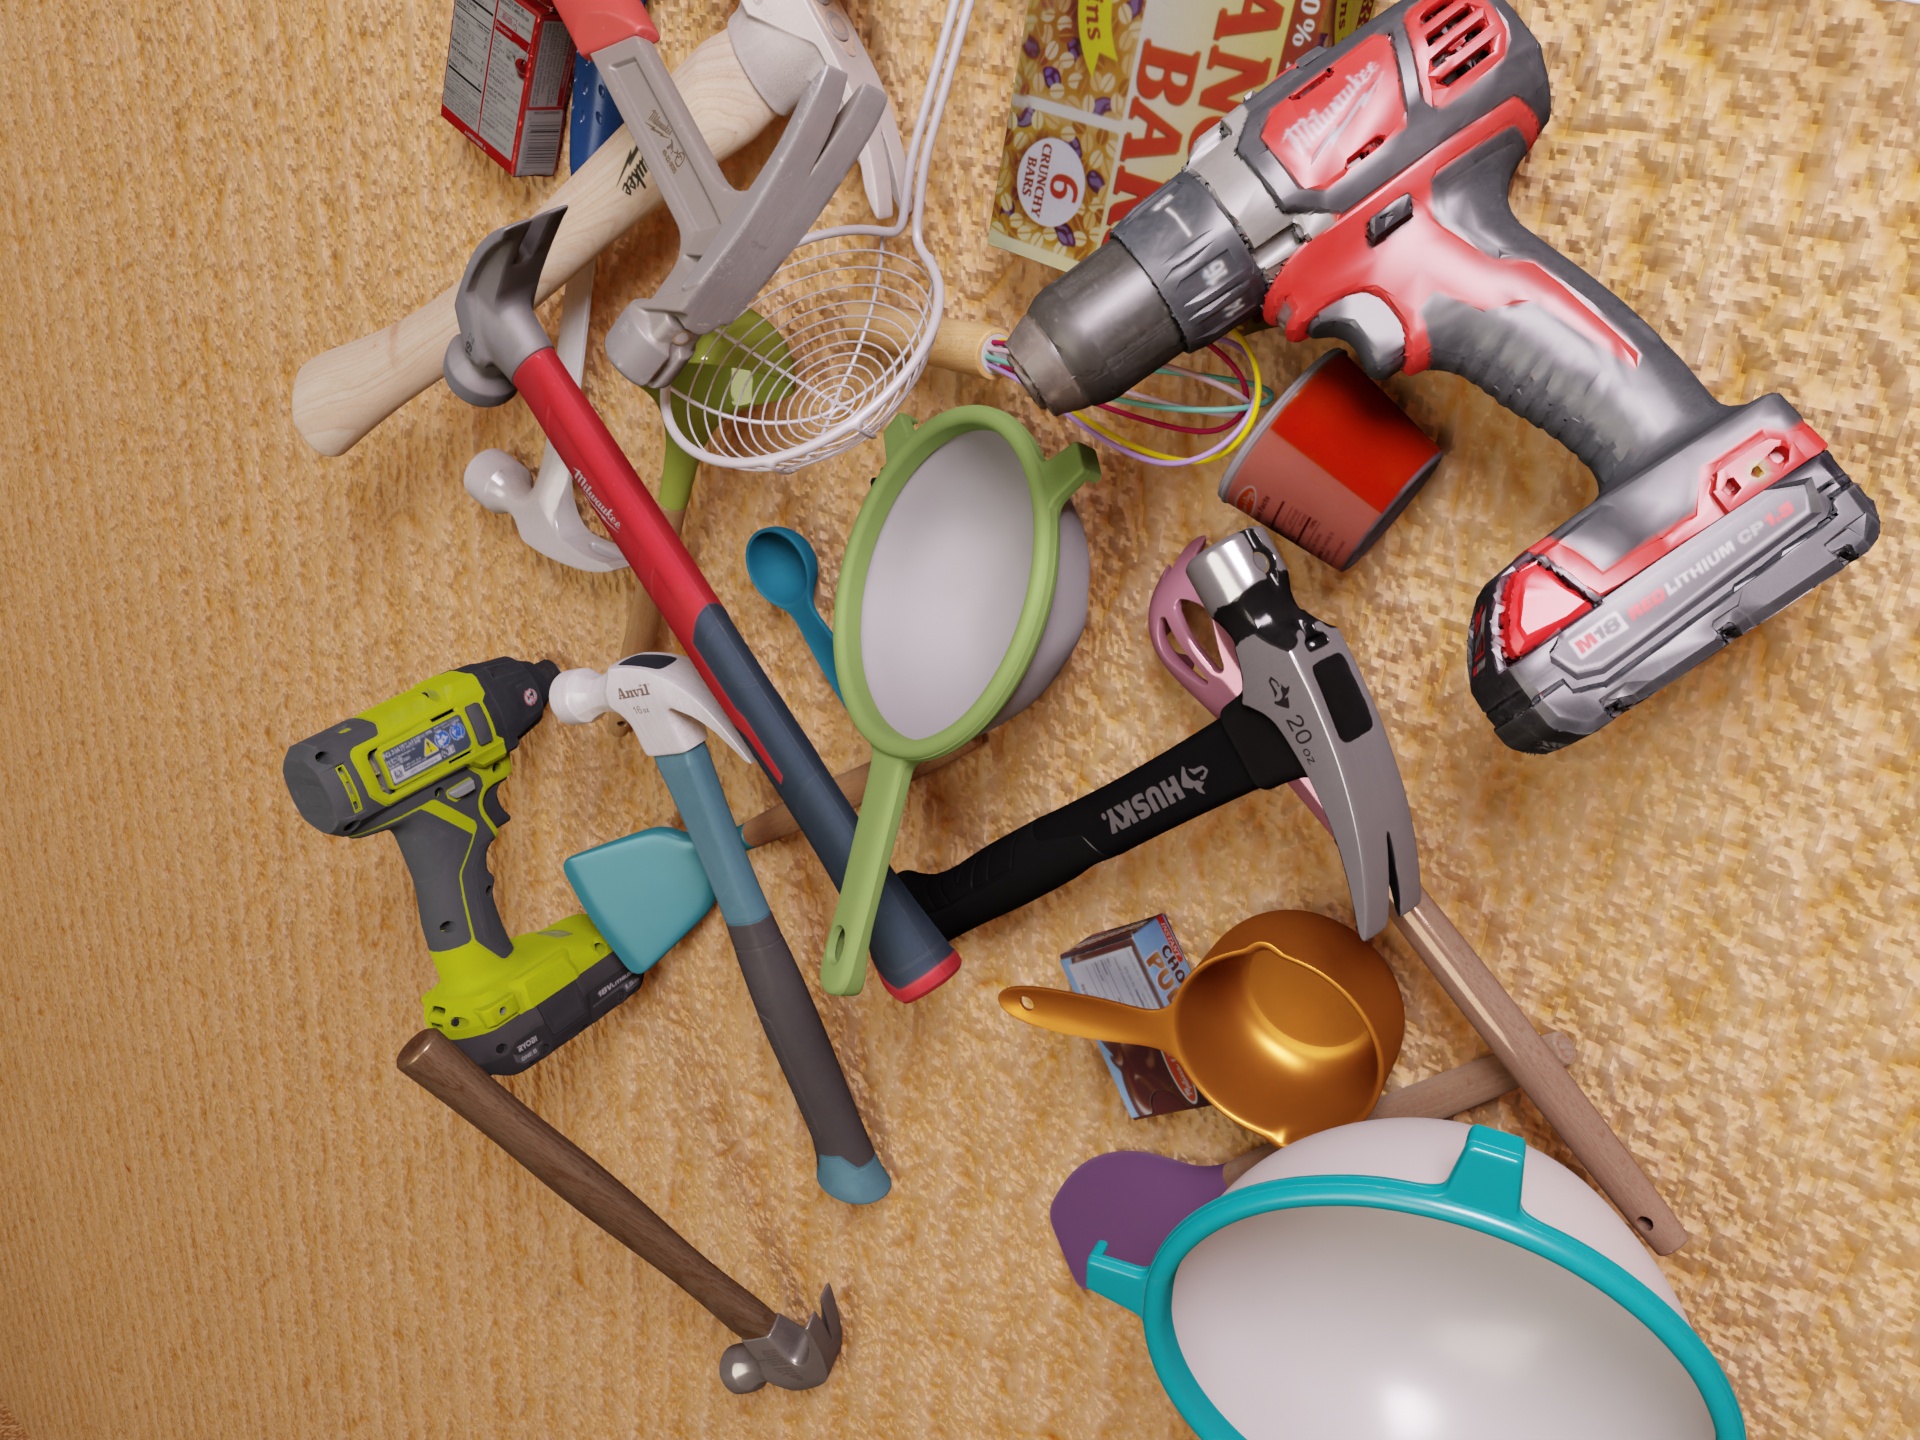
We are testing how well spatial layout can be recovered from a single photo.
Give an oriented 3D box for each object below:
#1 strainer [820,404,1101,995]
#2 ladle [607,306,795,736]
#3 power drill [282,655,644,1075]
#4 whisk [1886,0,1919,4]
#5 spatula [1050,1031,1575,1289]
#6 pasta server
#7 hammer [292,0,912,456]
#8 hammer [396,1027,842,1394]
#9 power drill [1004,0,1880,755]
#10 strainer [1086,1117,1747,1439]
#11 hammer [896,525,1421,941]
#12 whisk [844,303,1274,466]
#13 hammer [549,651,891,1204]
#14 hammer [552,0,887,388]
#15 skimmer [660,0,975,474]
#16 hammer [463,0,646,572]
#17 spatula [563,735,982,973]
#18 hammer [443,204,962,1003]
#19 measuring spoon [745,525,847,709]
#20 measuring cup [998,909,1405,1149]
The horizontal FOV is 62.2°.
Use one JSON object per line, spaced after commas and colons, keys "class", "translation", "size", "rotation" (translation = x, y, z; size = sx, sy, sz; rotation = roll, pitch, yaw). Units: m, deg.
{"class": "strainer", "translation": [-0.001, -0.002, 0.682], "size": [0.152, 0.069, 0.256], "rotation": [24, 101, 54]}
{"class": "ladle", "translation": [-0.153, -0.086, 0.825], "size": [0.320, 0.078, 0.062], "rotation": [116, 151, -46]}
{"class": "power drill", "translation": [-0.279, 0.081, 0.949], "size": [0.080, 0.171, 0.223], "rotation": [0, 115, 42]}
{"class": "whisk", "translation": [0.203, -0.276, 0.453], "size": [0.059, 0.057, 0.246], "rotation": [-46, 67, 6]}
{"class": "spatula", "translation": [0.138, 0.194, 0.704], "size": [0.316, 0.018, 0.060], "rotation": [-39, 67, 44]}
{"class": "pasta server", "translation": [0.169, 0.060, 0.607], "size": [0.316, 0.040, 0.060], "rotation": [54, 133, 13]}
{"class": "hammer", "translation": [-0.203, -0.221, 0.787], "size": [0.410, 0.038, 0.146], "rotation": [-23, 98, 35]}
{"class": "hammer", "translation": [-0.196, 0.294, 0.939], "size": [0.130, 0.031, 0.331], "rotation": [-27, 115, 39]}
{"class": "power drill", "translation": [0.140, -0.098, 0.499], "size": [0.188, 0.080, 0.227], "rotation": [-35, 79, 6]}
{"class": "strainer", "translation": [0.225, 0.269, 0.617], "size": [0.340, 0.095, 0.211], "rotation": [48, 130, -11]}
{"class": "hammer", "translation": [0.055, 0.054, 0.678], "size": [0.334, 0.035, 0.146], "rotation": [-36, 80, 54]}
{"class": "whisk", "translation": [0.030, -0.148, 0.640], "size": [0.245, 0.051, 0.047], "rotation": [26, 140, 47]}
{"class": "hammer", "translation": [-0.110, 0.117, 0.855], "size": [0.128, 0.033, 0.331], "rotation": [-8, 110, 36]}
{"class": "hammer", "translation": [-0.151, -0.315, 0.671], "size": [0.149, 0.036, 0.359], "rotation": [-44, 60, 30]}
{"class": "skimmer", "translation": [-0.024, -0.266, 0.597], "size": [0.127, 0.090, 0.363], "rotation": [41, 122, 39]}
{"class": "hammer", "translation": [-0.186, -0.262, 0.813], "size": [0.144, 0.035, 0.405], "rotation": [36, 127, 28]}
{"class": "spatula", "translation": [-0.102, 0.061, 0.855], "size": [0.317, 0.044, 0.082], "rotation": [-26, 98, 43]}
{"class": "hammer", "translation": [-0.110, -0.043, 0.726], "size": [0.386, 0.038, 0.143], "rotation": [57, 149, -1]}
{"class": "measuring spoon", "translation": [-0.064, -0.043, 0.804], "size": [0.042, 0.021, 0.128], "rotation": [-27, 96, 44]}
{"class": "measuring cup", "translation": [0.101, 0.119, 0.671], "size": [0.174, 0.052, 0.095], "rotation": [3, 113, 33]}
